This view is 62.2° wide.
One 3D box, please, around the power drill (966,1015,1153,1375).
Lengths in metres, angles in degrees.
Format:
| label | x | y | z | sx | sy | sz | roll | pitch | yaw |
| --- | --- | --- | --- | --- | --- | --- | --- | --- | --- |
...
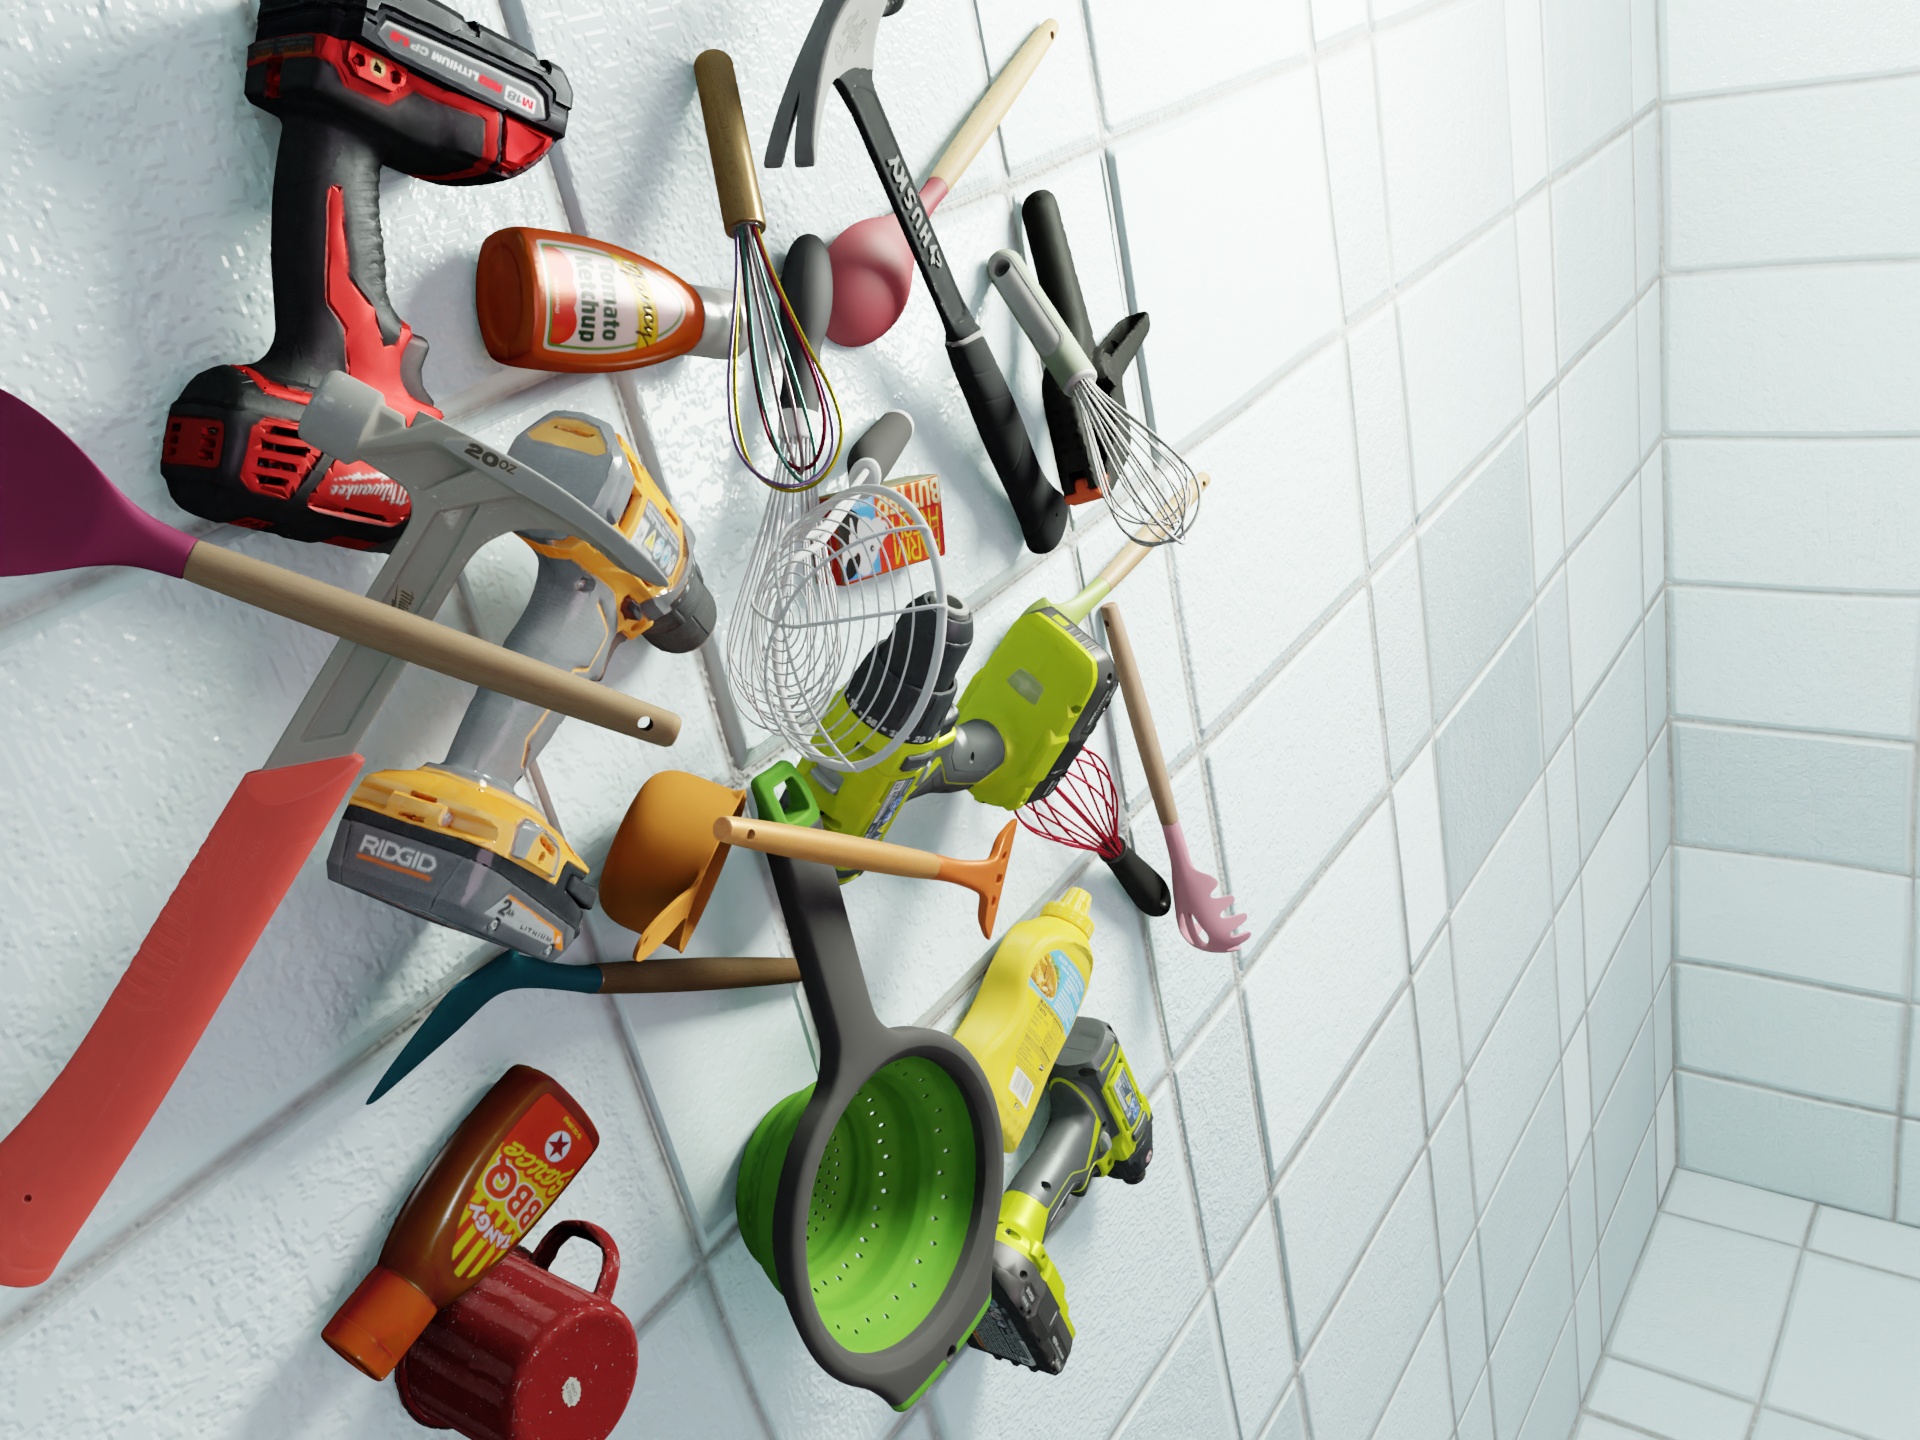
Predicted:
| label | x | y | z | sx | sy | sz | roll | pitch | yaw |
| --- | --- | --- | --- | --- | --- | --- | --- | --- | --- |
| power drill | 0.075 | 0.357 | 1.183 | 0.223 | 0.080 | 0.171 | -55 | 135 | -37 |

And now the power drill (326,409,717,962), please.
| label | x | y | z | sx | sy | sz | roll | pitch | yaw |
| --- | --- | --- | --- | --- | --- | --- | --- | --- | --- |
| power drill | -0.186 | -0.007 | 0.748 | 0.185 | 0.084 | 0.226 | 64 | 44 | -70 |

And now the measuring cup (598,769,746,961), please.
| label | x | y | z | sx | sy | sz | roll | pitch | yaw |
| --- | --- | --- | --- | --- | --- | --- | --- | --- | --- |
| measuring cup | -0.154 | 0.077 | 0.781 | 0.174 | 0.052 | 0.095 | -64 | 177 | -78 |

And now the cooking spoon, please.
| label | x | y | z | sx | sy | sz | roll | pitch | yaw |
| --- | --- | --- | --- | --- | --- | --- | --- | --- | --- |
| cooking spoon | -0.253 | -0.049 | 0.578 | 0.318 | 0.017 | 0.069 | 21 | 87 | -17 |

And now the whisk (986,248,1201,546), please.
| label | x | y | z | sx | sy | sz | roll | pitch | yaw |
| --- | --- | --- | --- | --- | --- | --- | --- | --- | --- |
| whisk | 0.079 | -0.208 | 1.009 | 0.059 | 0.058 | 0.246 | 10 | 46 | -58 |

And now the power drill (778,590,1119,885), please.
| label | x | y | z | sx | sy | sz | roll | pitch | yaw |
| --- | --- | --- | --- | --- | --- | --- | --- | --- | --- |
| power drill | -0.002 | -0.003 | 0.960 | 0.228 | 0.080 | 0.190 | -15 | 141 | -54 |

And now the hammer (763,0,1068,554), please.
| label | x | y | z | sx | sy | sz | roll | pitch | yaw |
| --- | --- | --- | --- | --- | --- | --- | --- | --- | --- |
| hammer | -0.005 | -0.242 | 0.963 | 0.149 | 0.036 | 0.408 | -65 | 148 | -27 |

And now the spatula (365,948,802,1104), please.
| label | x | y | z | sx | sy | sz | roll | pitch | yaw |
| --- | --- | --- | --- | --- | --- | --- | --- | --- | --- |
| spatula | -0.171 | 0.145 | 0.839 | 0.082 | 0.044 | 0.317 | -50 | 151 | 18 |

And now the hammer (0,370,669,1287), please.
| label | x | y | z | sx | sy | sz | roll | pitch | yaw |
| --- | --- | --- | --- | --- | --- | --- | --- | --- | --- |
| hammer | -0.263 | 0.054 | 0.614 | 0.149 | 0.037 | 0.359 | 31 | 86 | -17 |

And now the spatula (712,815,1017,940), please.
| label | x | y | z | sx | sy | sz | roll | pitch | yaw |
| --- | --- | --- | --- | --- | --- | --- | --- | --- | --- |
| spatula | -0.038 | 0.078 | 0.894 | 0.322 | 0.041 | 0.081 | 19 | 83 | -57 |

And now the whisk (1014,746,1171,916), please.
| label | x | y | z | sx | sy | sz | roll | pitch | yaw |
| --- | --- | --- | --- | --- | --- | --- | --- | --- | --- |
| whisk | 0.109 | 0.089 | 1.200 | 0.295 | 0.073 | 0.073 | 48 | 58 | -53 |

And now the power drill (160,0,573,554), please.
| label | x | y | z | sx | sy | sz | roll | pitch | yaw |
| --- | --- | --- | --- | --- | --- | --- | --- | --- | --- |
| power drill | -0.240 | -0.180 | 0.668 | 0.143 | 0.079 | 0.219 | 10 | 91 | -52 |

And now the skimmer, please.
| label | x | y | z | sx | sy | sz | roll | pitch | yaw |
| --- | --- | --- | --- | --- | --- | --- | --- | --- | --- |
| skimmer | -0.035 | -0.095 | 0.821 | 0.363 | 0.090 | 0.127 | -74 | -170 | -65 |

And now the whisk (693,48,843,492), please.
| label | x | y | z | sx | sy | sz | roll | pitch | yaw |
| --- | --- | --- | --- | --- | --- | --- | --- | --- | --- |
| whisk | -0.102 | -0.231 | 0.812 | 0.051 | 0.047 | 0.245 | 3 | 72 | -54 |

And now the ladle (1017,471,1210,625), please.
| label | x | y | z | sx | sy | sz | roll | pitch | yaw |
| --- | --- | --- | --- | --- | --- | --- | --- | --- | --- |
| ladle | 0.128 | -0.114 | 1.192 | 0.320 | 0.062 | 0.078 | -46 | 124 | -42 |

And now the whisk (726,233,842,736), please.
| label | x | y | z | sx | sy | sz | roll | pitch | yaw |
| --- | --- | --- | --- | --- | --- | --- | --- | --- | --- |
| whisk | -0.093 | -0.133 | 0.890 | 0.070 | 0.070 | 0.284 | 7 | 85 | -54 |

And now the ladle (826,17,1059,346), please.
| label | x | y | z | sx | sy | sz | roll | pitch | yaw |
| --- | --- | --- | --- | --- | --- | --- | --- | --- | --- |
| ladle | -0.004 | -0.349 | 0.999 | 0.315 | 0.031 | 0.069 | -61 | 141 | -29 |

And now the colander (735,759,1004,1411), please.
| label | x | y | z | sx | sy | sz | roll | pitch | yaw |
| --- | --- | --- | --- | --- | --- | --- | --- | --- | --- |
| colander | -0.085 | 0.208 | 0.928 | 0.204 | 0.094 | 0.397 | -36 | 119 | -48 |

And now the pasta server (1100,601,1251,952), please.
| label | x | y | z | sx | sy | sz | roll | pitch | yaw |
| --- | --- | --- | --- | --- | --- | --- | --- | --- | --- |
| pasta server | 0.163 | 0.052 | 1.258 | 0.040 | 0.060 | 0.316 | -31 | 111 | -37 |
